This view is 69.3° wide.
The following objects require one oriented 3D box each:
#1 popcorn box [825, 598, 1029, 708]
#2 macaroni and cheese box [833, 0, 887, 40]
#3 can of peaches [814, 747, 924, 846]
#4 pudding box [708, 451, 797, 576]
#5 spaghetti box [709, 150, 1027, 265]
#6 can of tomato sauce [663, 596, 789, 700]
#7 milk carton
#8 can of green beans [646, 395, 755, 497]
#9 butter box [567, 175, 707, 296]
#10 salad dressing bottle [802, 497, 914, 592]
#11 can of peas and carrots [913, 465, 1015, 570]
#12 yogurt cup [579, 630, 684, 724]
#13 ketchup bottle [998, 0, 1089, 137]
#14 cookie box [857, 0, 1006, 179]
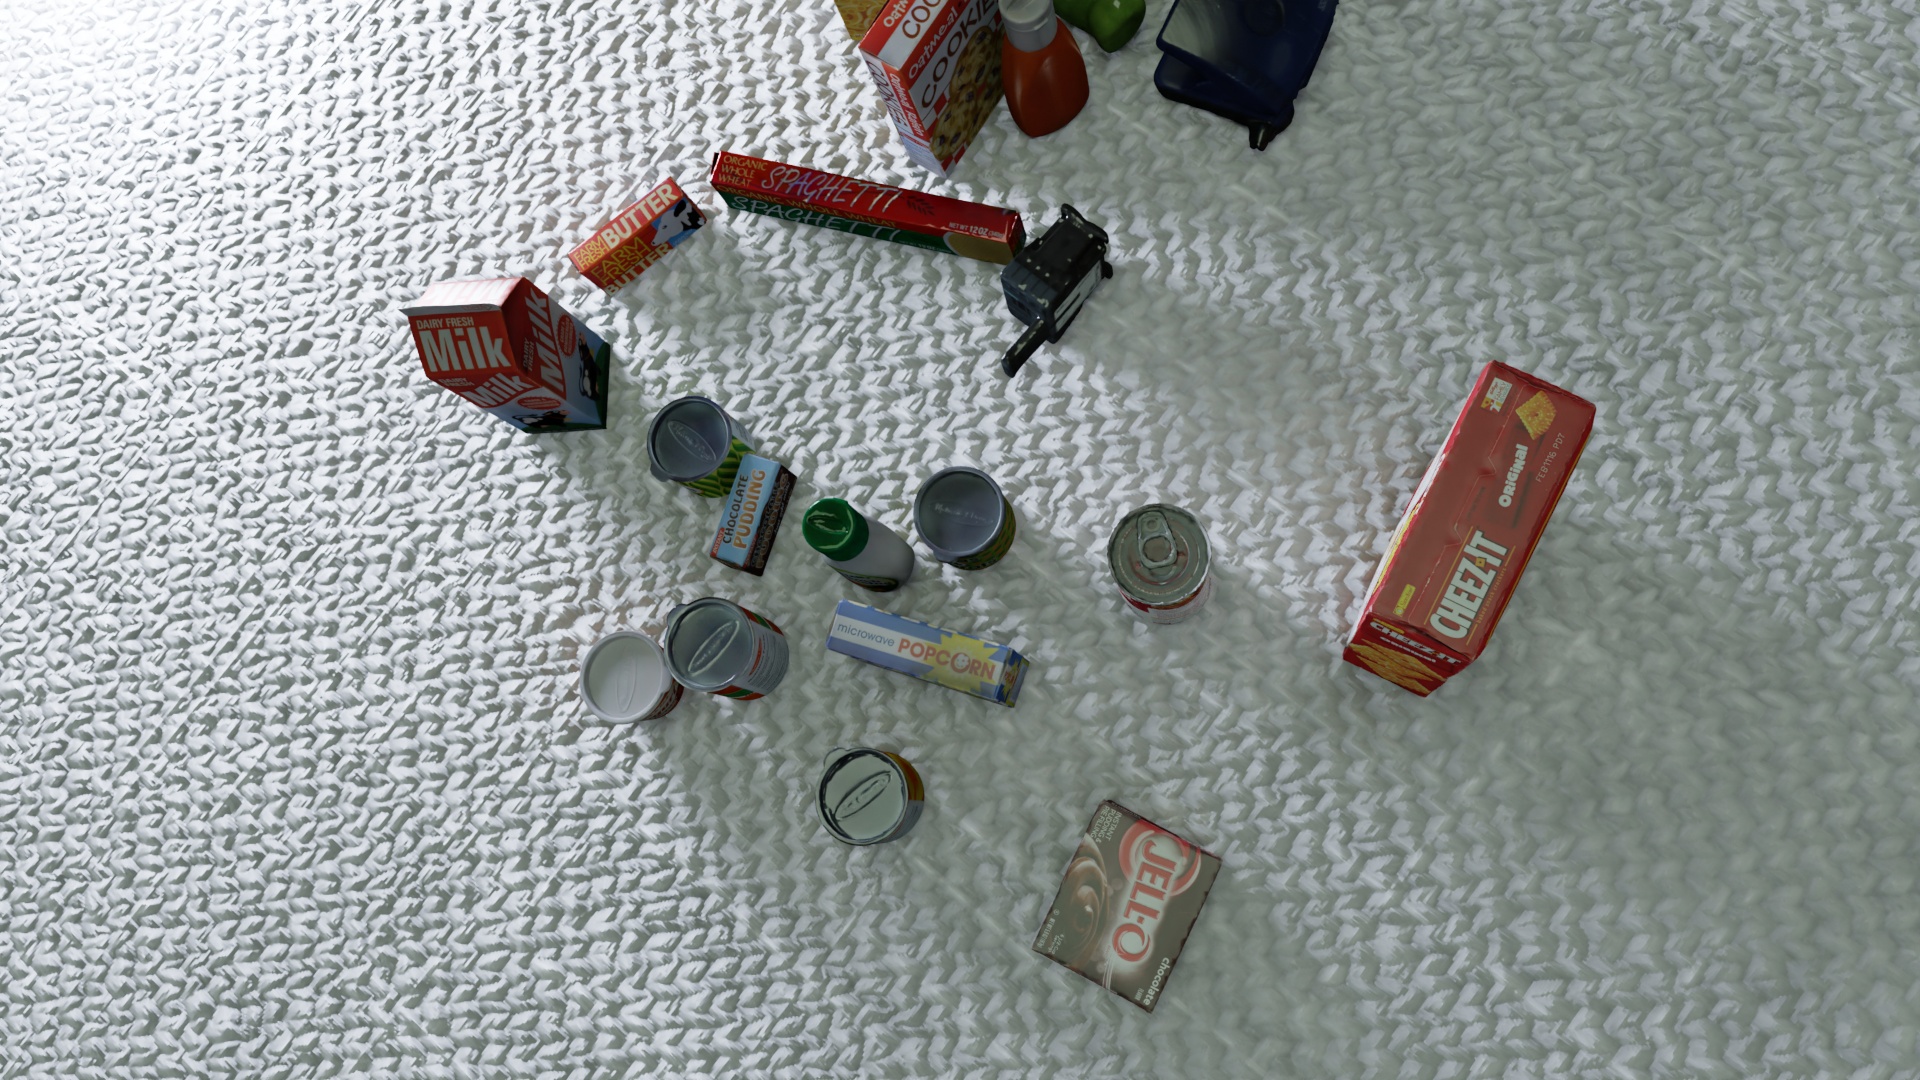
[{"bbox_3d":[-0.022,0.079,0.971,0.127,0.085,0.038,15,82,13],"label":"popcorn box"},{"bbox_3d":[-0.043,-0.442,1.045,0.124,0.166,0.040,-2,78,10],"label":"macaroni and cheese box"},{"bbox_3d":[-0.064,0.177,0.971,0.071,0.058,0.071,-2,78,10],"label":"can of peaches"},{"bbox_3d":[-0.154,-0.019,1.035,0.030,0.049,0.084,17,82,14],"label":"pudding box"},{"bbox_3d":[-0.073,-0.256,1.071,0.250,0.050,0.029,15,82,13],"label":"spaghetti box"},{"bbox_3d":[-0.168,0.079,0.999,0.071,0.083,0.071,-2,78,10],"label":"can of tomato sauce"},{"bbox_3d":[-0.330,-0.139,1.020,0.072,0.190,0.073,-3,78,10],"label":"milk carton"},{"bbox_3d":[-0.195,-0.070,1.049,0.071,0.057,0.071,-2,78,10],"label":"can of green beans"},{"bbox_3d":[-0.255,-0.239,1.099,0.103,0.053,0.024,-37,74,1],"label":"butter box"},{"bbox_3d":[-0.072,0.003,0.964,0.064,0.147,0.044,14,82,13],"label":"salad dressing bottle"},{"bbox_3d":[0.004,-0.013,0.999,0.071,0.058,0.071,-2,78,10],"label":"can of peas and carrots"},{"bbox_3d":[-0.238,0.103,1.022,0.072,0.054,0.072,-2,78,10],"label":"yogurt cup"},{"bbox_3d":[0.058,-0.354,1.016,0.065,0.148,0.043,-37,75,2],"label":"ketchup bottle"},{"bbox_3d":[-0.008,-0.360,1.020,0.040,0.167,0.123,32,86,15],"label":"cookie box"}]
